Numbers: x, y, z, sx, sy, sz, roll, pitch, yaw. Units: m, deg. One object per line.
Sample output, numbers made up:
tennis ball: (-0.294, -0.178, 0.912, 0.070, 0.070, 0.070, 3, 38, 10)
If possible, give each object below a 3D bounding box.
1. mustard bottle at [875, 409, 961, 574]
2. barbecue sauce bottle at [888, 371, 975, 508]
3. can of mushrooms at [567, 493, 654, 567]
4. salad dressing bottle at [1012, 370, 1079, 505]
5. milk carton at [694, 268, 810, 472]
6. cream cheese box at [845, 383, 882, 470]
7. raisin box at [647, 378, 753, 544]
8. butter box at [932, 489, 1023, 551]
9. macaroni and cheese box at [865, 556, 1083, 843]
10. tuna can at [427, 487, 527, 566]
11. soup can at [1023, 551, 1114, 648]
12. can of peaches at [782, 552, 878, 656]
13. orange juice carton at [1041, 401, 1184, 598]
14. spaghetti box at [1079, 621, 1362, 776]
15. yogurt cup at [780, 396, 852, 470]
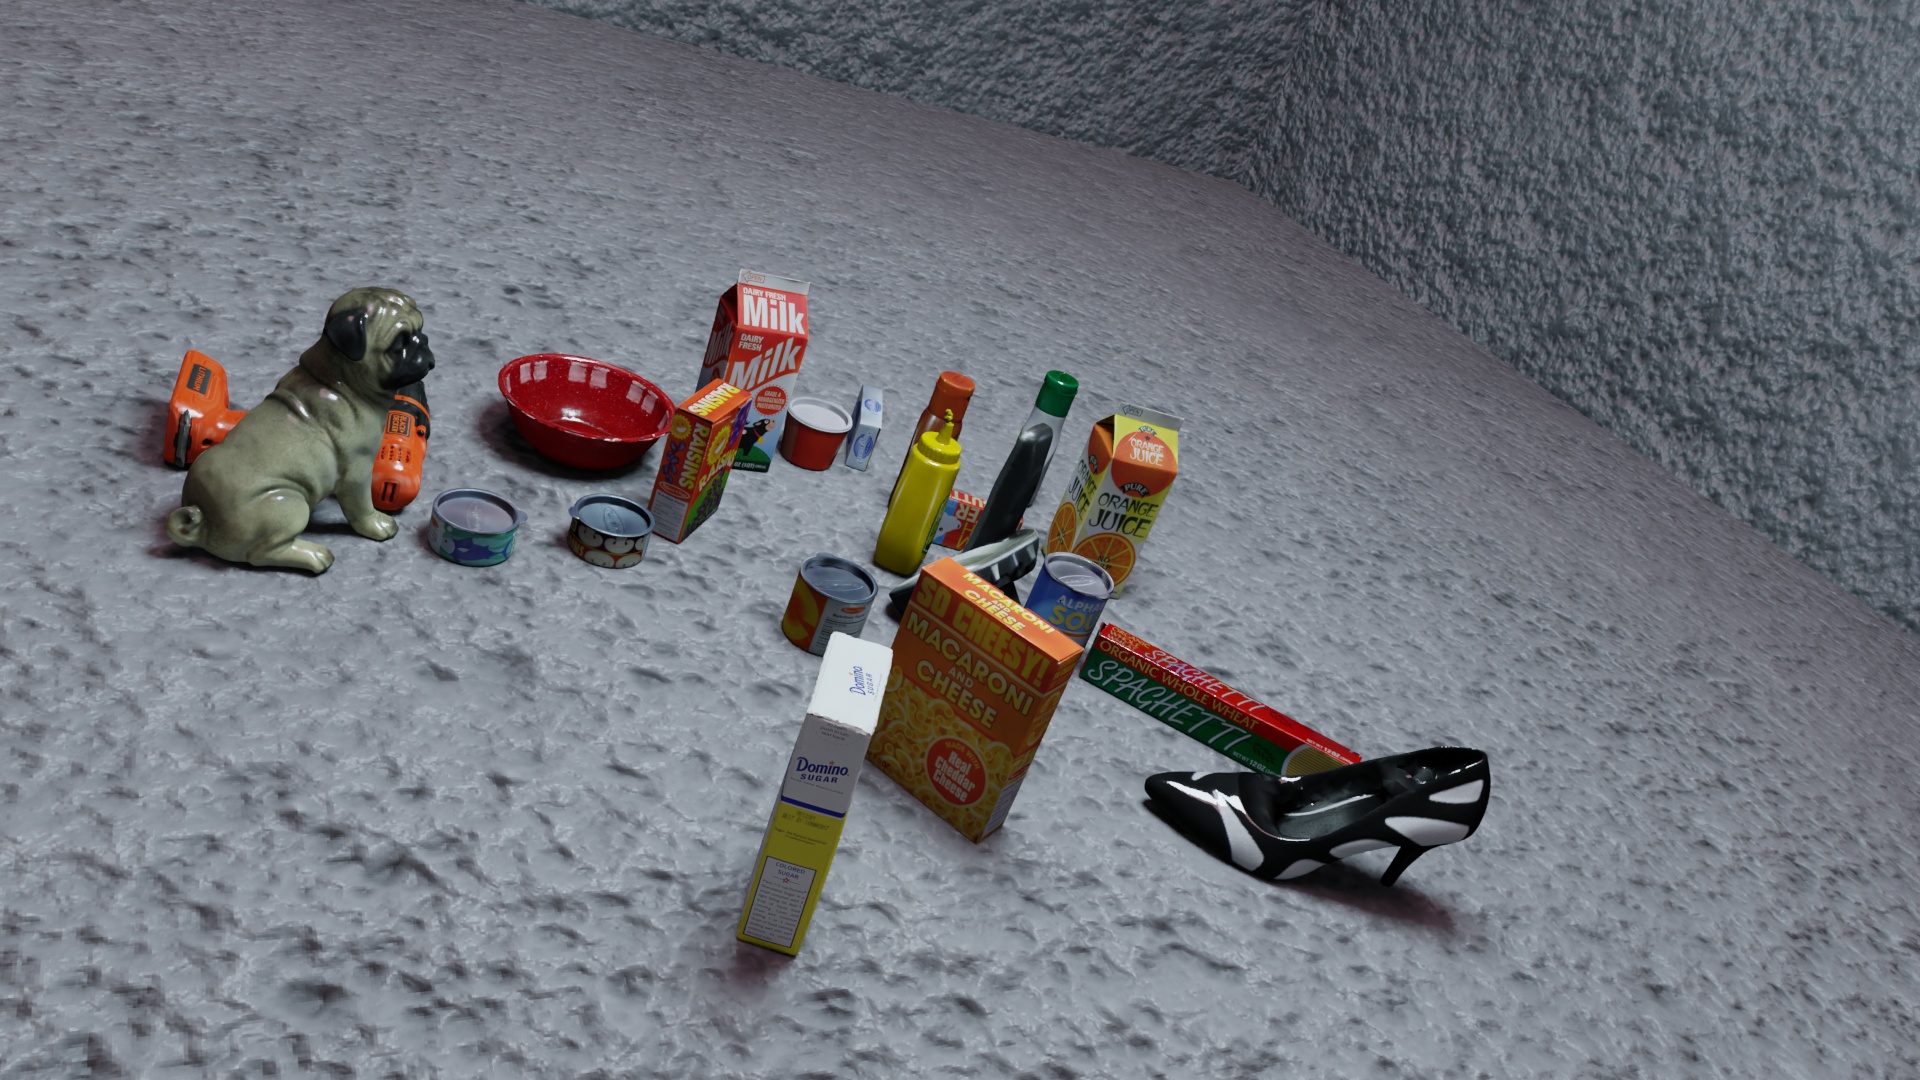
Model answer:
mustard bottle: (-0.033, -0.047, 1.267, 0.049, 0.159, 0.065, 23, 27, 2)
barbecue sauce bottle: (-0.027, -0.094, 1.371, 0.044, 0.147, 0.065, 25, 27, 7)
can of mushrooms: (-0.292, -0.009, 1.148, 0.071, 0.033, 0.071, 17, 27, -9)
salad dressing bottle: (0.083, -0.109, 1.480, 0.044, 0.147, 0.064, 21, 27, -2)
milk carton: (-0.202, -0.167, 1.330, 0.072, 0.189, 0.074, 6, 31, -29)
cream cheese box: (-0.102, -0.120, 1.469, 0.024, 0.053, 0.104, 16, 27, -11)
raisin box: (-0.228, -0.069, 1.207, 0.040, 0.122, 0.086, 25, 27, 6)
butter box: (0.005, -0.017, 1.358, 0.103, 0.053, 0.024, 16, 27, -11)
macaroni and cheese box: (0.002, 0.113, 0.993, 0.124, 0.165, 0.040, 34, 29, 22)
tuna can: (-0.379, -0.010, 1.088, 0.071, 0.032, 0.071, 17, 27, -9)
soup can: (0.092, 0.064, 1.239, 0.071, 0.083, 0.072, 17, 27, -9)
can of peaches: (-0.108, 0.053, 1.142, 0.071, 0.057, 0.071, 17, 27, -9)
orange juice carton: (0.152, -0.045, 1.363, 0.072, 0.191, 0.073, 13, 28, -18)
spaghetti box: (0.223, 0.152, 1.212, 0.250, 0.050, 0.029, 28, 27, 11)
yogurt cup: (-0.149, -0.107, 1.409, 0.072, 0.053, 0.073, 17, 27, -9)
